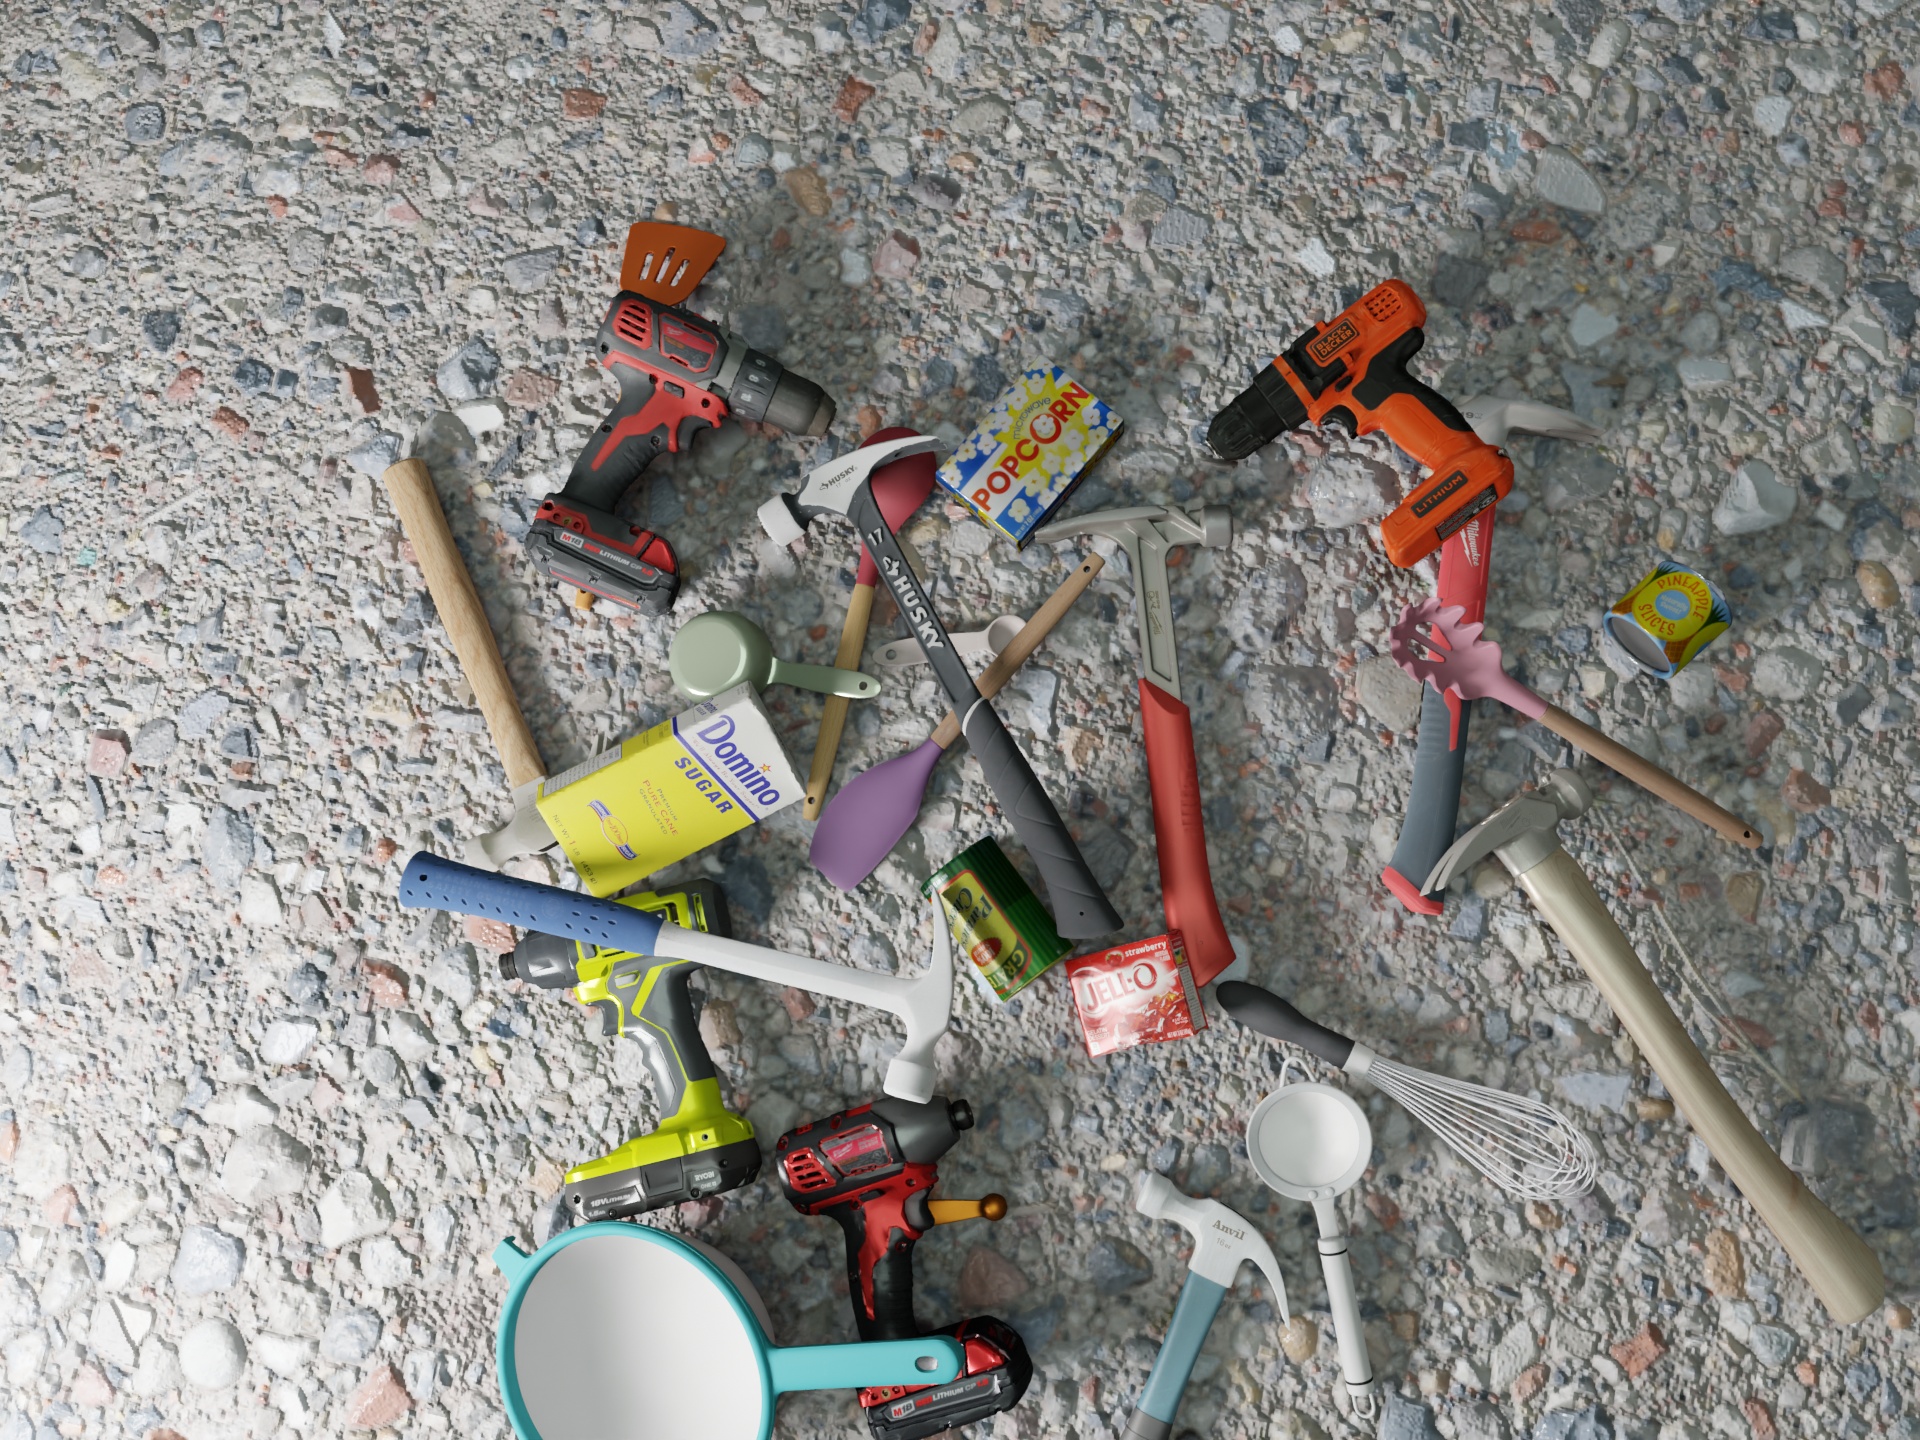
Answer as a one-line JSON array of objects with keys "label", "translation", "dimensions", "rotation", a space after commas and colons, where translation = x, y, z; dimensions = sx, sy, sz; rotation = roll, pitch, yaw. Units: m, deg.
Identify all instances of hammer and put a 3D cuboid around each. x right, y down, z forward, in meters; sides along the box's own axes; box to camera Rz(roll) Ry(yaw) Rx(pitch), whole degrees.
[{"label": "hammer", "translation": [0.129, 0.497, 1.110], "dimensions": [0.128, 0.033, 0.331], "rotation": [22, 84, 9]}, {"label": "hammer", "translation": [-0.200, 0.150, 1.124], "dimensions": [0.405, 0.035, 0.144], "rotation": [12, 76, 8]}, {"label": "hammer", "translation": [0.145, 0.017, 1.177], "dimensions": [0.149, 0.036, 0.359], "rotation": [-6, 81, 4]}, {"label": "hammer", "translation": [-0.372, -0.055, 1.233], "dimensions": [0.130, 0.031, 0.331], "rotation": [-25, 80, 1]}, {"label": "hammer", "translation": [0.006, -0.023, 1.157], "dimensions": [0.149, 0.036, 0.409], "rotation": [-31, 78, 10]}, {"label": "hammer", "translation": [0.488, 0.237, 1.101], "dimensions": [0.146, 0.038, 0.411], "rotation": [-32, 83, -20]}, {"label": "hammer", "translation": [0.378, -0.049, 1.167], "dimensions": [0.143, 0.038, 0.386], "rotation": [9, 82, 4]}]

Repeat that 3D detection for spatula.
[{"label": "spatula", "translation": [-0.002, -0.004, 1.184], "dimensions": [0.060, 0.018, 0.316], "rotation": [43, 96, 12]}, {"label": "spatula", "translation": [-0.260, -0.244, 1.257], "dimensions": [0.081, 0.041, 0.322], "rotation": [12, 87, 6]}]

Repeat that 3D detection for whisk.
[{"label": "whisk", "translation": [0.310, 0.256, 1.120], "dimensions": [0.285, 0.070, 0.070], "rotation": [26, 85, 12]}]

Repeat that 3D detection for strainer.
[{"label": "strainer", "translation": [0.258, 0.360, 1.117], "dimensions": [0.087, 0.050, 0.258], "rotation": [-11, 87, 9]}, {"label": "strainer", "translation": [-0.149, 0.428, 1.090], "dimensions": [0.340, 0.095, 0.211], "rotation": [-10, 91, 17]}]

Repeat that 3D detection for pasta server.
[{"label": "pasta server", "translation": [0.437, 0.008, 1.126], "dimensions": [0.316, 0.040, 0.060], "rotation": [31, 95, -3]}]

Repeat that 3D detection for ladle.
[{"label": "ladle", "translation": [-0.080, -0.078, 1.216], "dimensions": [0.069, 0.031, 0.315], "rotation": [12, 85, 11]}]

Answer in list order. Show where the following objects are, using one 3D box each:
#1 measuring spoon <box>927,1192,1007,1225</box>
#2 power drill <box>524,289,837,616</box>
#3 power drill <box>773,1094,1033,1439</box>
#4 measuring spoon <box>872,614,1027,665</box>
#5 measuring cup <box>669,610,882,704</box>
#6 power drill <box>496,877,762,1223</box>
[{"label": "measuring spoon", "translation": [-0.024, 0.358, 1.153], "dimensions": [0.117, 0.011, 0.021], "rotation": [-6, 81, 4]}, {"label": "power drill", "translation": [-0.213, -0.194, 1.210], "dimensions": [0.187, 0.080, 0.227], "rotation": [23, 83, -11]}, {"label": "power drill", "translation": [-0.032, 0.374, 1.114], "dimensions": [0.143, 0.078, 0.220], "rotation": [-21, 80, 6]}, {"label": "measuring spoon", "translation": [-0.006, -0.056, 1.214], "dimensions": [0.124, 0.018, 0.034], "rotation": [-8, 81, 11]}, {"label": "measuring cup", "translation": [-0.142, -0.039, 1.195], "dimensions": [0.167, 0.038, 0.083], "rotation": [10, 85, 16]}, {"label": "power drill", "translation": [-0.239, 0.242, 1.159], "dimensions": [0.171, 0.080, 0.223], "rotation": [-14, 77, 2]}]
